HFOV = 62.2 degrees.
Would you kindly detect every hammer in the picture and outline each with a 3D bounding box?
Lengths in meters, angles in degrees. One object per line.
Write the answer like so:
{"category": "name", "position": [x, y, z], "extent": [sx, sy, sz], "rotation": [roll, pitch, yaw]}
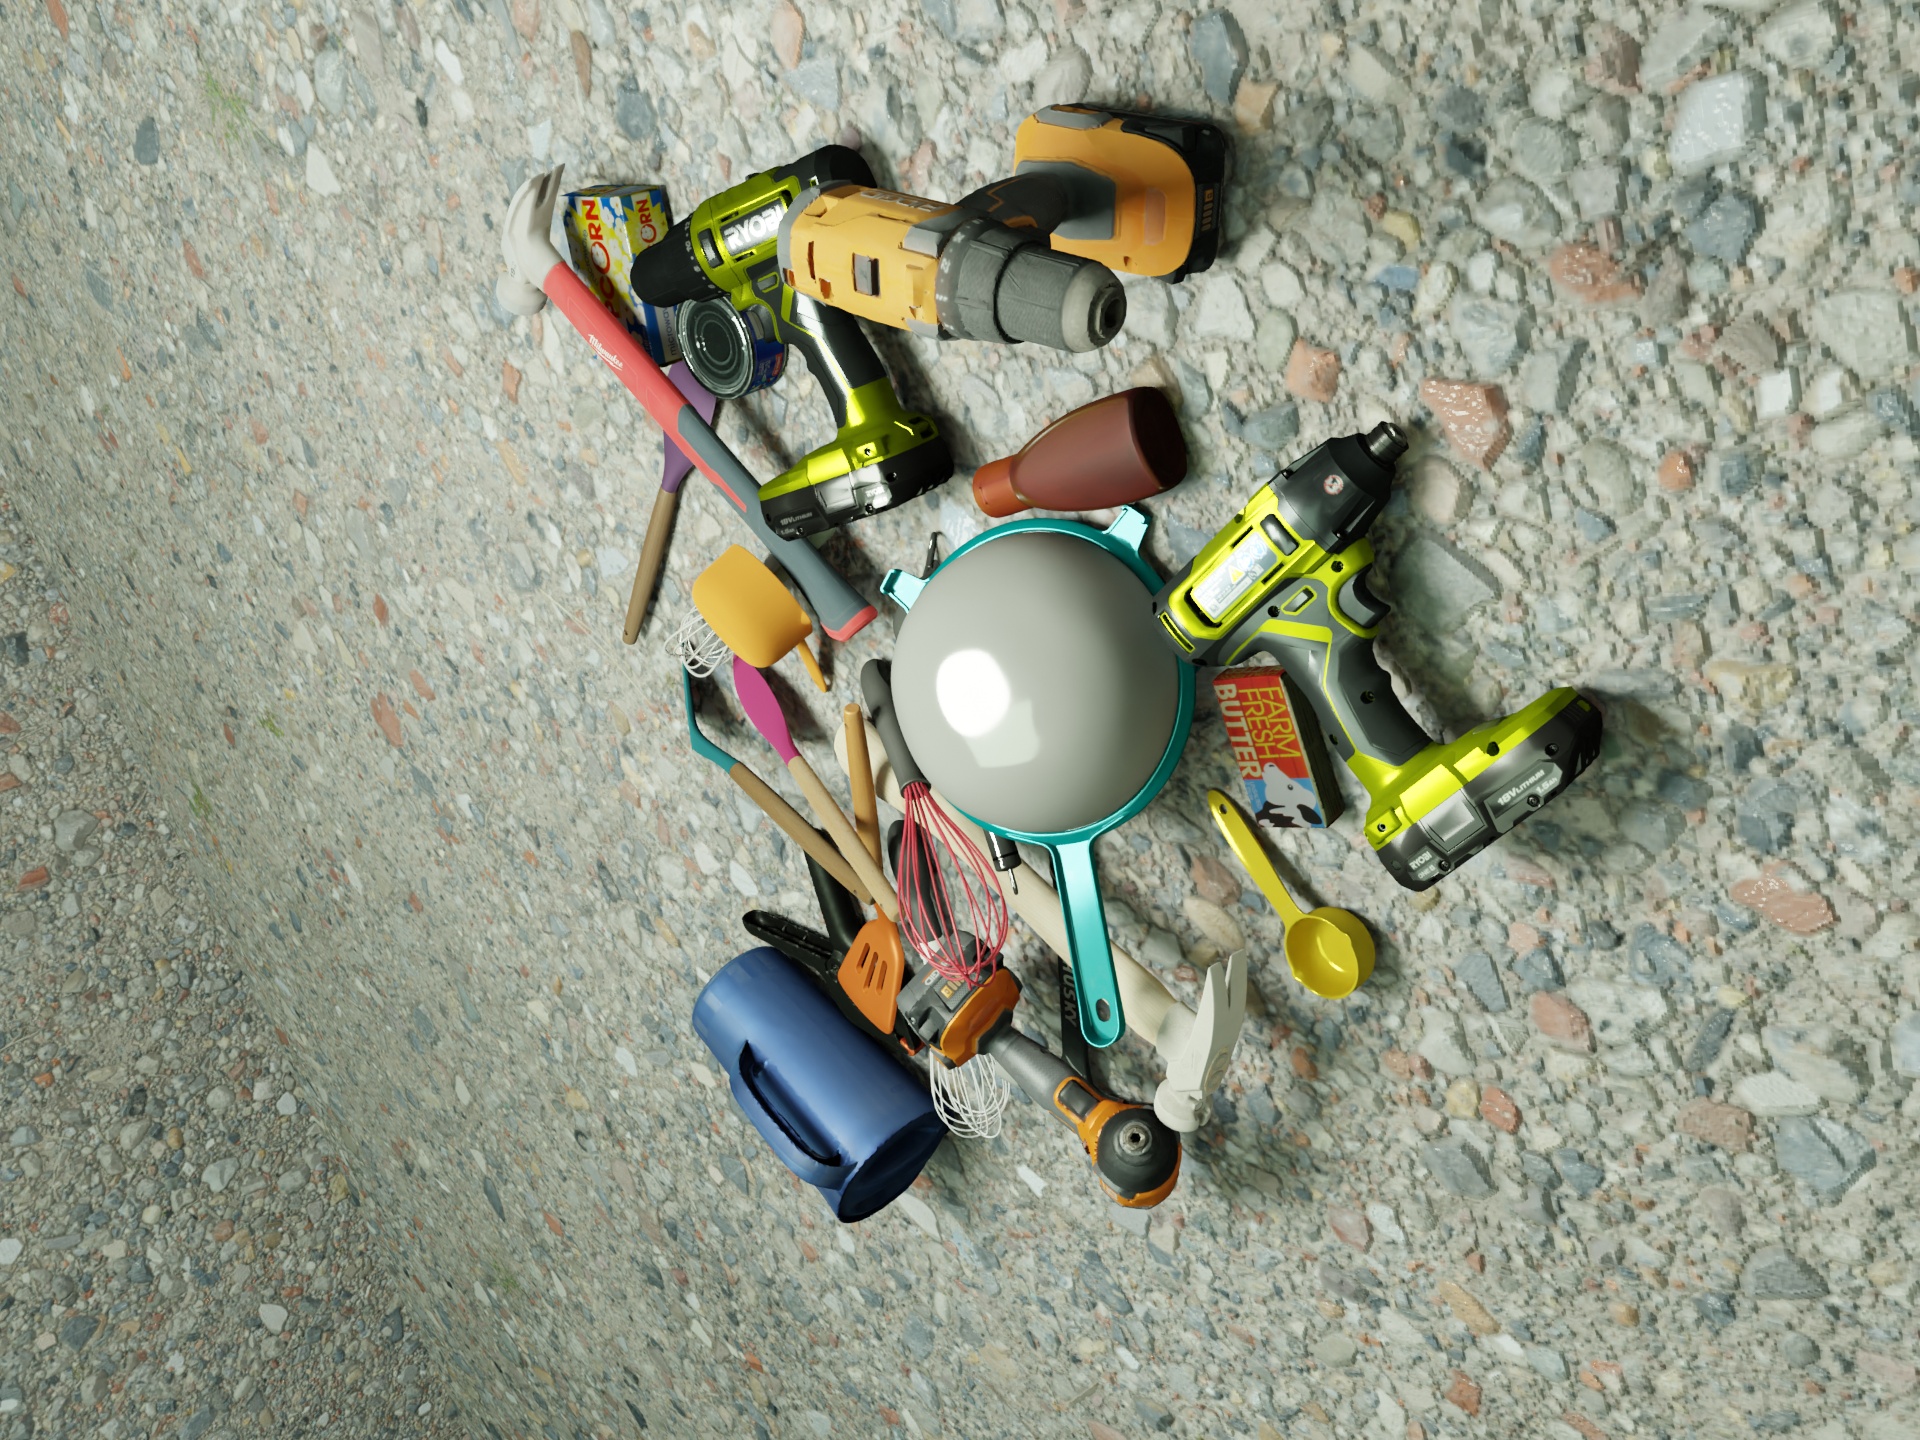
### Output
{"category": "hammer", "position": [0.082, 0.132, 1.161], "extent": [0.149, 0.036, 0.408], "rotation": [19, 127, 35]}
{"category": "hammer", "position": [0.040, 0.107, 1.128], "extent": [0.411, 0.038, 0.146], "rotation": [40, 137, 36]}
{"category": "hammer", "position": [-0.192, -0.217, 1.142], "extent": [0.386, 0.038, 0.143], "rotation": [49, 148, 2]}

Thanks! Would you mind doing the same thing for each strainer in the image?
{"category": "strainer", "position": [0.044, 0.041, 0.988], "extent": [0.211, 0.095, 0.340], "rotation": [-12, 87, 28]}
{"category": "strainer", "position": [-0.002, -0.003, 1.094], "extent": [0.087, 0.050, 0.258], "rotation": [132, 121, -77]}

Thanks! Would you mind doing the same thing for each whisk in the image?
{"category": "whisk", "position": [-0.027, 0.063, 1.121], "extent": [0.073, 0.073, 0.296], "rotation": [109, 151, -43]}
{"category": "whisk", "position": [-0.166, -0.101, 1.255], "extent": [0.246, 0.059, 0.058], "rotation": [-36, 60, 46]}
{"category": "whisk", "position": [-0.016, 0.214, 1.301], "extent": [0.070, 0.070, 0.284], "rotation": [-2, 108, 46]}

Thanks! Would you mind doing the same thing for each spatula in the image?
{"category": "spatula", "position": [-0.160, 0.049, 1.305], "extent": [0.318, 0.044, 0.082], "rotation": [40, 141, 34]}
{"category": "spatula", "position": [-0.245, -0.174, 1.306], "extent": [0.060, 0.018, 0.315], "rotation": [48, 138, 21]}
{"category": "spatula", "position": [-0.077, 0.116, 1.252], "extent": [0.081, 0.041, 0.322], "rotation": [40, 147, 39]}

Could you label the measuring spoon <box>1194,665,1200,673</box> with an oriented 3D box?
{"category": "measuring spoon", "position": [0.151, -0.042, 0.996], "extent": [0.042, 0.021, 0.128], "rotation": [62, 151, 13]}

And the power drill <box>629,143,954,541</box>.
{"category": "power drill", "position": [-0.114, -0.243, 1.062], "extent": [0.190, 0.080, 0.228], "rotation": [-12, 105, 34]}

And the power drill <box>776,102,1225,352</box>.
{"category": "power drill", "position": [0.048, -0.244, 0.798], "extent": [0.185, 0.226, 0.084], "rotation": [24, 130, 33]}

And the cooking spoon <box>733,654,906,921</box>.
{"category": "cooking spoon", "position": [-0.118, 0.049, 1.242], "extent": [0.319, 0.017, 0.068], "rotation": [50, 152, 42]}

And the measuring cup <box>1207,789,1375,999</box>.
{"category": "measuring cup", "position": [0.212, 0.106, 1.027], "extent": [0.157, 0.029, 0.062], "rotation": [58, 142, 18]}

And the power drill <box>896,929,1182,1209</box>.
{"category": "power drill", "position": [0.062, 0.252, 1.131], "extent": [0.227, 0.084, 0.164], "rotation": [39, 167, 18]}

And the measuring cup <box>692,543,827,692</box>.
{"category": "measuring cup", "position": [-0.147, -0.058, 1.206], "extent": [0.095, 0.052, 0.173], "rotation": [38, 163, 34]}

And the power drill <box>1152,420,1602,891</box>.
{"category": "power drill", "position": [0.229, -0.036, 0.861], "extent": [0.223, 0.080, 0.171], "rotation": [52, 125, 11]}
